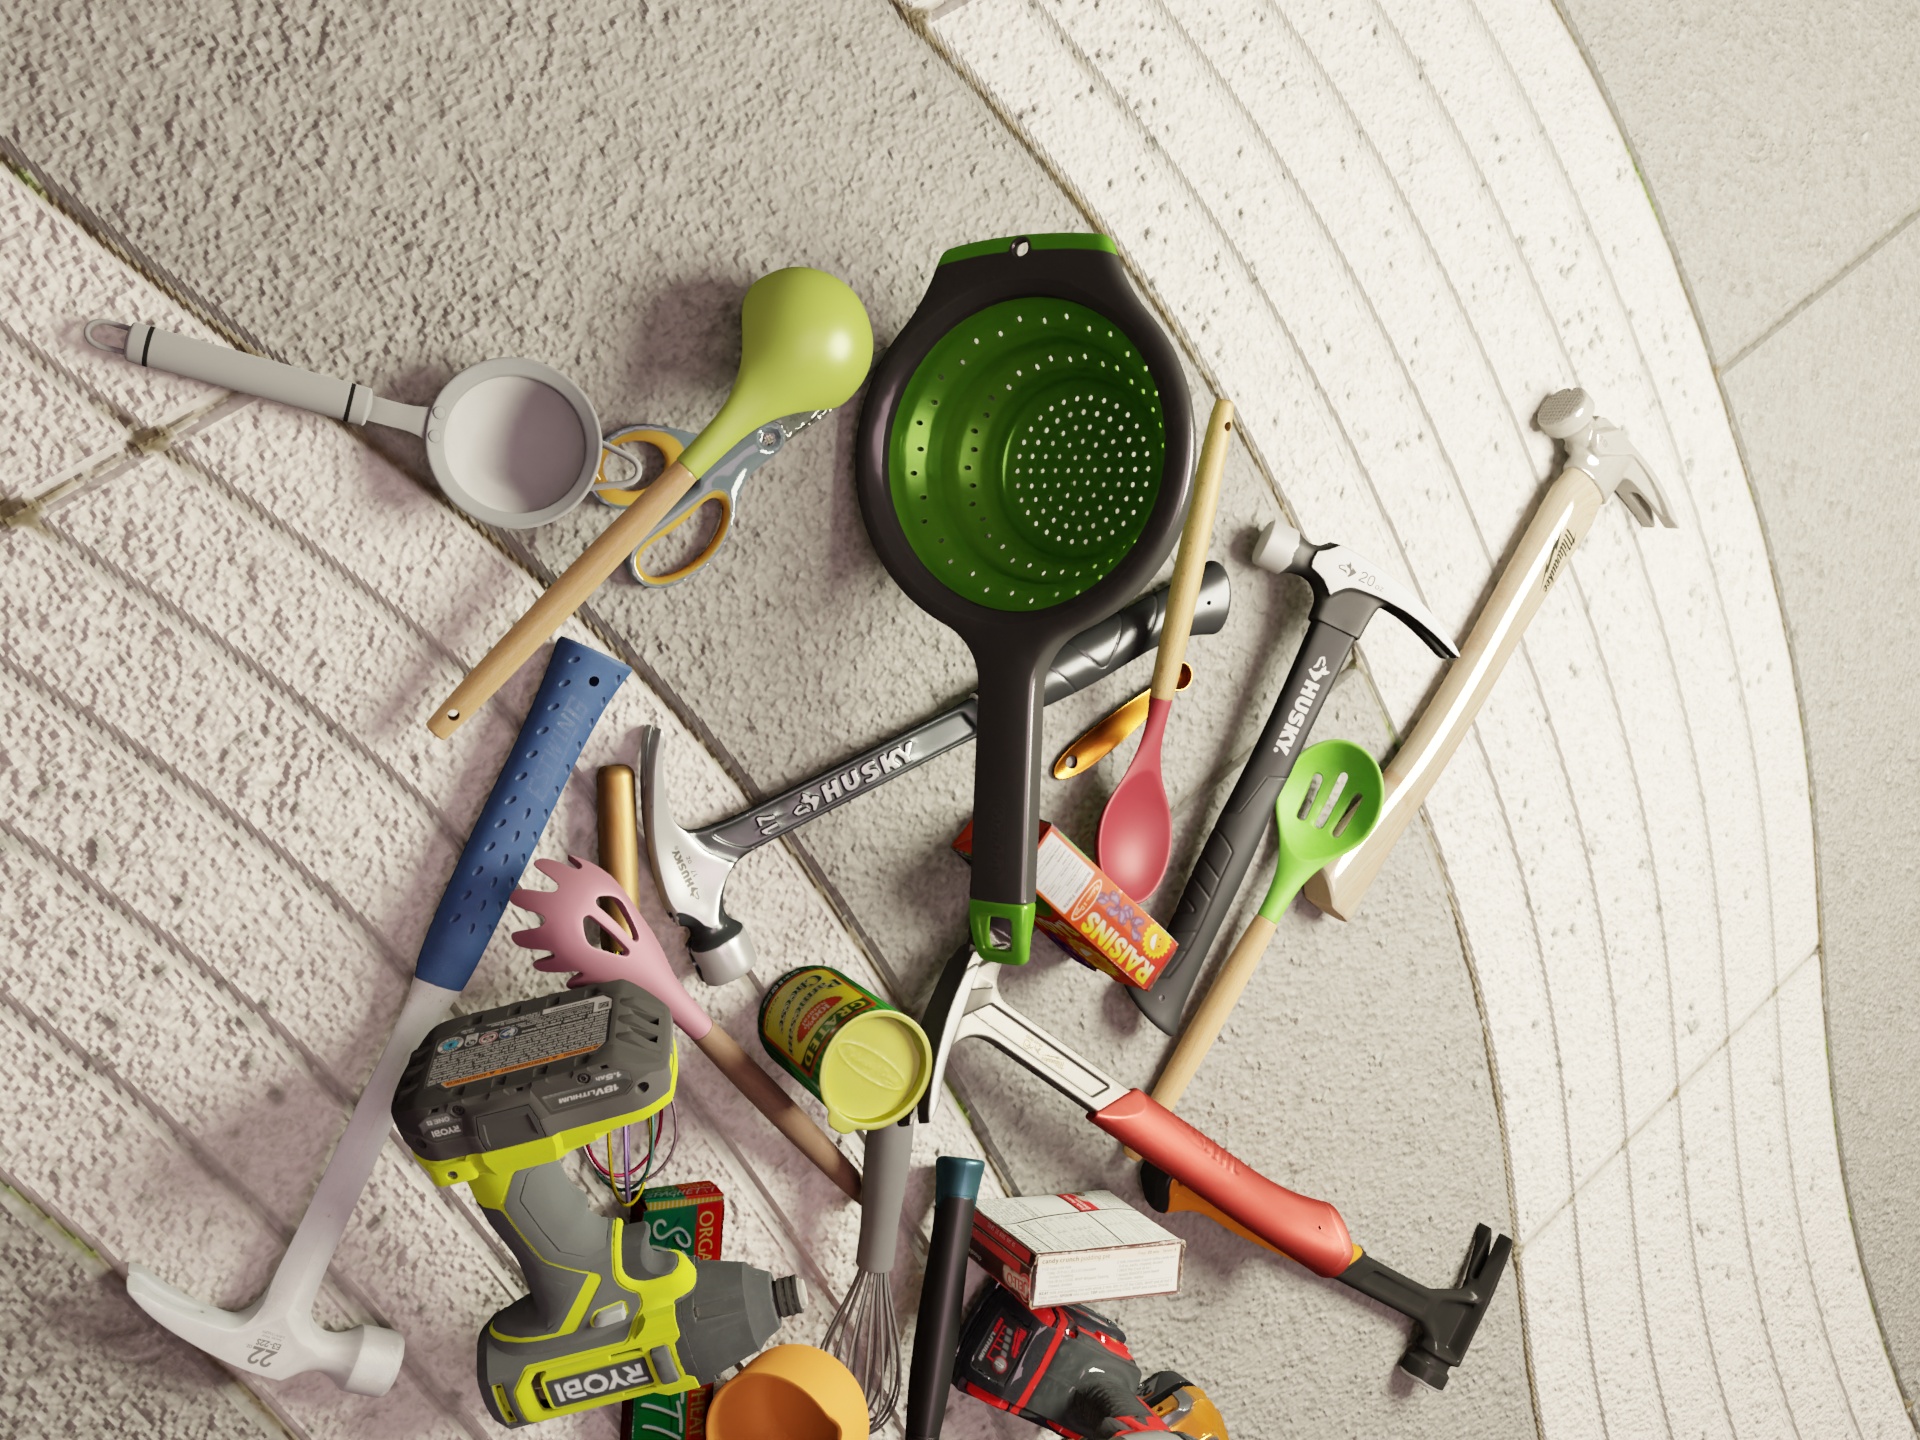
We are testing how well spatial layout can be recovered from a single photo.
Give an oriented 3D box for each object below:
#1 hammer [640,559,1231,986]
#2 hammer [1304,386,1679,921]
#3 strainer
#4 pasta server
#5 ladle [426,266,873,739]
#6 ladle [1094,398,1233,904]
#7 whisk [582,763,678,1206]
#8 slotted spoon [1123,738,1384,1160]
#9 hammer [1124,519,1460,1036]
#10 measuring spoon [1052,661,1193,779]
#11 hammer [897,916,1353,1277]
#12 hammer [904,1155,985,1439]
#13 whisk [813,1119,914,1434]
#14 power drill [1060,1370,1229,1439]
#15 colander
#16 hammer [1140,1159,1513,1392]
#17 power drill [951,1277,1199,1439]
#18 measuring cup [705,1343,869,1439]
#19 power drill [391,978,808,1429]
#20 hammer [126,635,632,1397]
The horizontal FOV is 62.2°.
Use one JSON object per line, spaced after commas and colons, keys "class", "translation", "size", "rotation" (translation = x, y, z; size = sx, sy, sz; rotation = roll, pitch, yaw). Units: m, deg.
{"class": "hammer", "translation": [-0.002, -0.003, 0.949], "size": [0.409, 0.036, 0.149], "rotation": [-27, 107, -22]}
{"class": "hammer", "translation": [0.373, -0.032, 1.133], "size": [0.146, 0.038, 0.411], "rotation": [39, 80, -27]}
{"class": "strainer", "translation": [-0.287, -0.154, 0.781], "size": [0.258, 0.050, 0.087], "rotation": [14, 85, -22]}
{"class": "pasta server", "translation": [-0.135, 0.185, 0.884], "size": [0.315, 0.040, 0.060], "rotation": [56, 51, -36]}
{"class": "ladle", "translation": [-0.164, -0.113, 0.836], "size": [0.320, 0.062, 0.078], "rotation": [-48, 112, -6]}
{"class": "ladle", "translation": [0.128, -0.039, 0.976], "size": [0.069, 0.031, 0.315], "rotation": [-2, 108, -43]}
{"class": "whisk", "translation": [-0.186, 0.146, 0.877], "size": [0.047, 0.051, 0.245], "rotation": [-5, 95, -47]}
{"class": "slotted spoon", "translation": [0.191, 0.155, 1.066], "size": [0.314, 0.070, 0.031], "rotation": [-60, 160, -3]}
{"class": "hammer", "translation": [0.198, 0.049, 1.037], "size": [0.146, 0.035, 0.335], "rotation": [25, 90, -2]}
{"class": "measuring spoon", "translation": [0.102, 0.000, 1.016], "size": [0.117, 0.011, 0.021], "rotation": [-38, 113, -14]}
{"class": "hammer", "translation": [0.119, 0.267, 1.002], "size": [0.358, 0.037, 0.149], "rotation": [38, 54, -22]}
{"class": "hammer", "translation": [-0.023, 0.430, 0.966], "size": [0.033, 0.128, 0.331], "rotation": [9, 85, -7]}
{"class": "whisk", "translation": [-0.054, 0.321, 0.948], "size": [0.055, 0.055, 0.239], "rotation": [3, 100, -27]}
{"class": "power drill", "translation": [0.141, 0.520, 0.982], "size": [0.185, 0.226, 0.084], "rotation": [-26, 108, -21]}
{"class": "colander", "translation": [0.047, -0.064, 0.901], "size": [0.094, 0.204, 0.397], "rotation": [-4, 97, -61]}
{"class": "hammer", "translation": [0.259, 0.369, 1.130], "size": [0.336, 0.034, 0.127], "rotation": [32, 83, -26]}
{"class": "power drill", "translation": [0.087, 0.418, 0.944], "size": [0.143, 0.220, 0.078], "rotation": [35, 81, -26]}
{"class": "measuring cup", "translation": [-0.078, 0.443, 0.914], "size": [0.095, 0.052, 0.173], "rotation": [-27, 88, 22]}
{"class": "power drill", "translation": [-0.183, 0.252, 0.816], "size": [0.171, 0.080, 0.223], "rotation": [-14, 114, -3]}
{"class": "hammer", "translation": [-0.282, 0.145, 0.826], "size": [0.144, 0.035, 0.405], "rotation": [27, 85, -27]}
